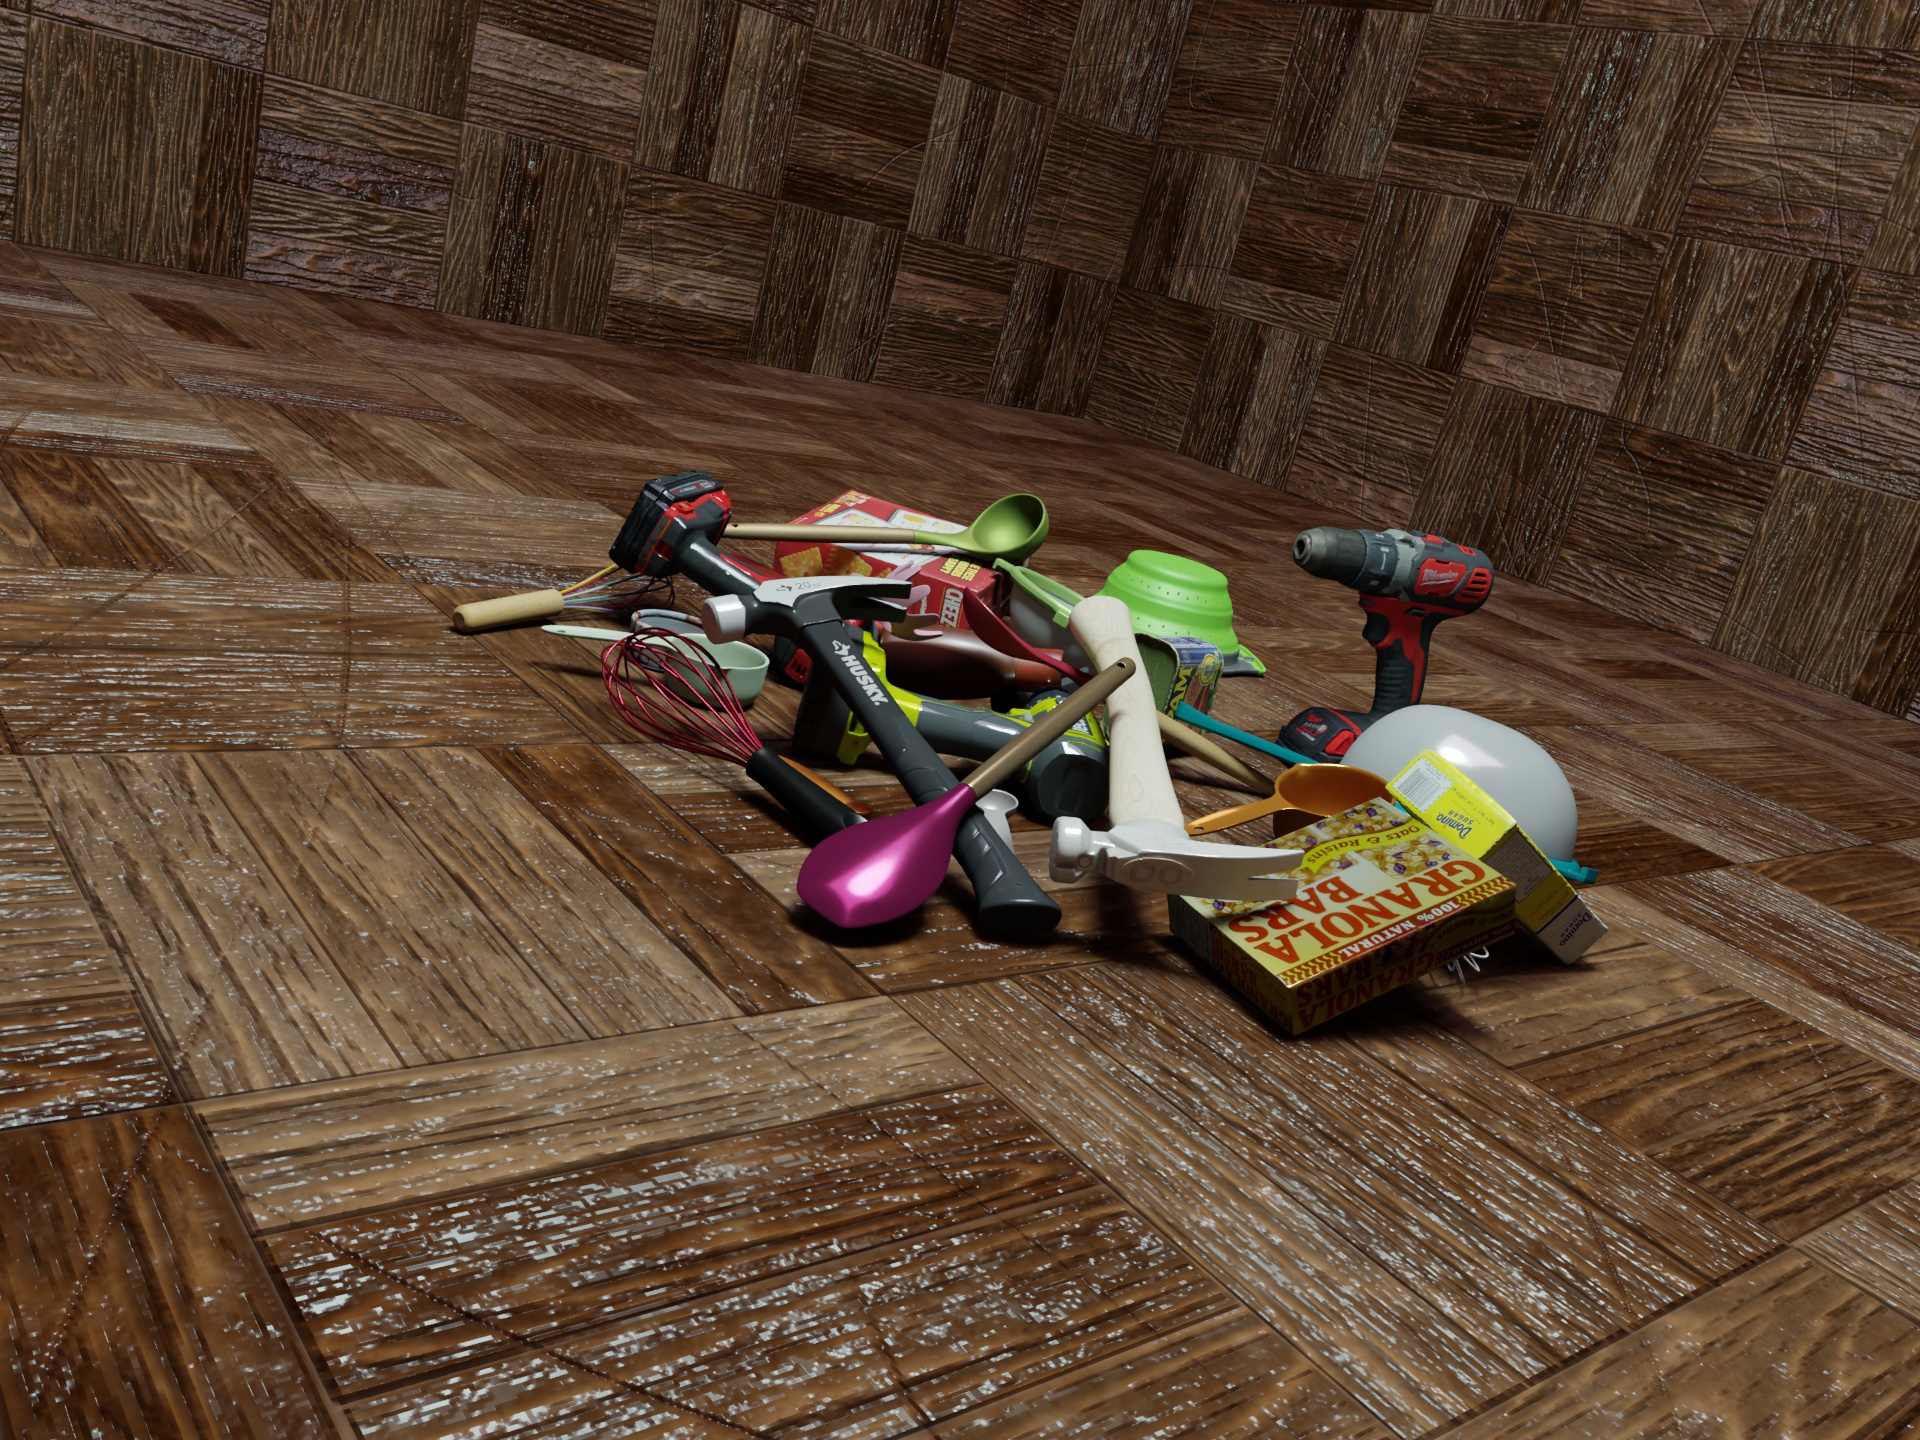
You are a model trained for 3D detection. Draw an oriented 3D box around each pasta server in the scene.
[{"bbox_3d":[-0.064,-0.105,1.305,0.040,0.060,0.316,-20,12,-6],"label":"pasta server"}]

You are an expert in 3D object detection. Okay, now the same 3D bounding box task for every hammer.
[{"bbox_3d":[0.127,0.002,1.091,0.146,0.038,0.411,6,25,-2],"label":"hammer"},{"bbox_3d":[-0.064,-0.083,1.447,0.359,0.036,0.149,23,18,24],"label":"hammer"},{"bbox_3d":[-0.034,0.013,1.011,0.146,0.035,0.335,-12,45,-29],"label":"hammer"}]

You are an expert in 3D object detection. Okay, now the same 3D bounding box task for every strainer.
[{"bbox_3d":[0.138,-0.063,1.531,0.256,0.069,0.152,24,13,-33],"label":"strainer"},{"bbox_3d":[0.346,0.021,1.277,0.340,0.095,0.211,22,8,4],"label":"strainer"}]

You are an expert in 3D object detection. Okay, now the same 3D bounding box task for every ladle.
[{"bbox_3d":[0.128,-0.015,1.259,0.315,0.031,0.069,29,10,-18],"label":"ladle"},{"bbox_3d":[-0.069,-0.185,1.510,0.320,0.062,0.078,-1,41,-19],"label":"ladle"}]

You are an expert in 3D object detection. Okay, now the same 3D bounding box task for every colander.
[{"bbox_3d":[0.146,-0.142,1.711,0.397,0.094,0.205,11,17,-11],"label":"colander"}]

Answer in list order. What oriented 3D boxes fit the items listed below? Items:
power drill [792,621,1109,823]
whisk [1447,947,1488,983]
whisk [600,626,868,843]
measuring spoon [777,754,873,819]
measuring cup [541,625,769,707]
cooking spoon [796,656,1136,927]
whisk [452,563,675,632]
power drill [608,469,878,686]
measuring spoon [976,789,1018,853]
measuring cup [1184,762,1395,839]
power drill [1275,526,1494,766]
[{"bbox_3d":[-0.002,-0.004,1.180,0.228,0.080,0.191,15,17,-7],"label":"power drill"},{"bbox_3d":[0.322,0.113,1.113,0.070,0.070,0.284,16,13,6],"label":"whisk"},{"bbox_3d":[-0.142,0.018,1.032,0.073,0.073,0.296,-5,32,-47],"label":"whisk"},{"bbox_3d":[-0.099,0.045,1.061,0.021,0.011,0.117,-4,21,-43],"label":"measuring spoon"},{"bbox_3d":[-0.228,-0.042,1.181,0.167,0.038,0.083,8,18,-14],"label":"measuring cup"},{"bbox_3d":[0.018,0.032,0.960,0.069,0.017,0.319,33,43,21],"label":"cooking spoon"},{"bbox_3d":[-0.316,-0.103,1.293,0.051,0.047,0.245,24,22,24],"label":"whisk"},{"bbox_3d":[-0.168,-0.114,1.326,0.220,0.078,0.143,36,21,5],"label":"power drill"},{"bbox_3d":[0.022,0.079,1.045,0.034,0.018,0.124,6,24,-4],"label":"measuring spoon"},{"bbox_3d":[0.236,0.082,1.162,0.173,0.052,0.095,-12,27,-20],"label":"measuring cup"},{"bbox_3d":[0.348,-0.058,1.377,0.187,0.226,0.080,8,18,-23],"label":"power drill"}]
